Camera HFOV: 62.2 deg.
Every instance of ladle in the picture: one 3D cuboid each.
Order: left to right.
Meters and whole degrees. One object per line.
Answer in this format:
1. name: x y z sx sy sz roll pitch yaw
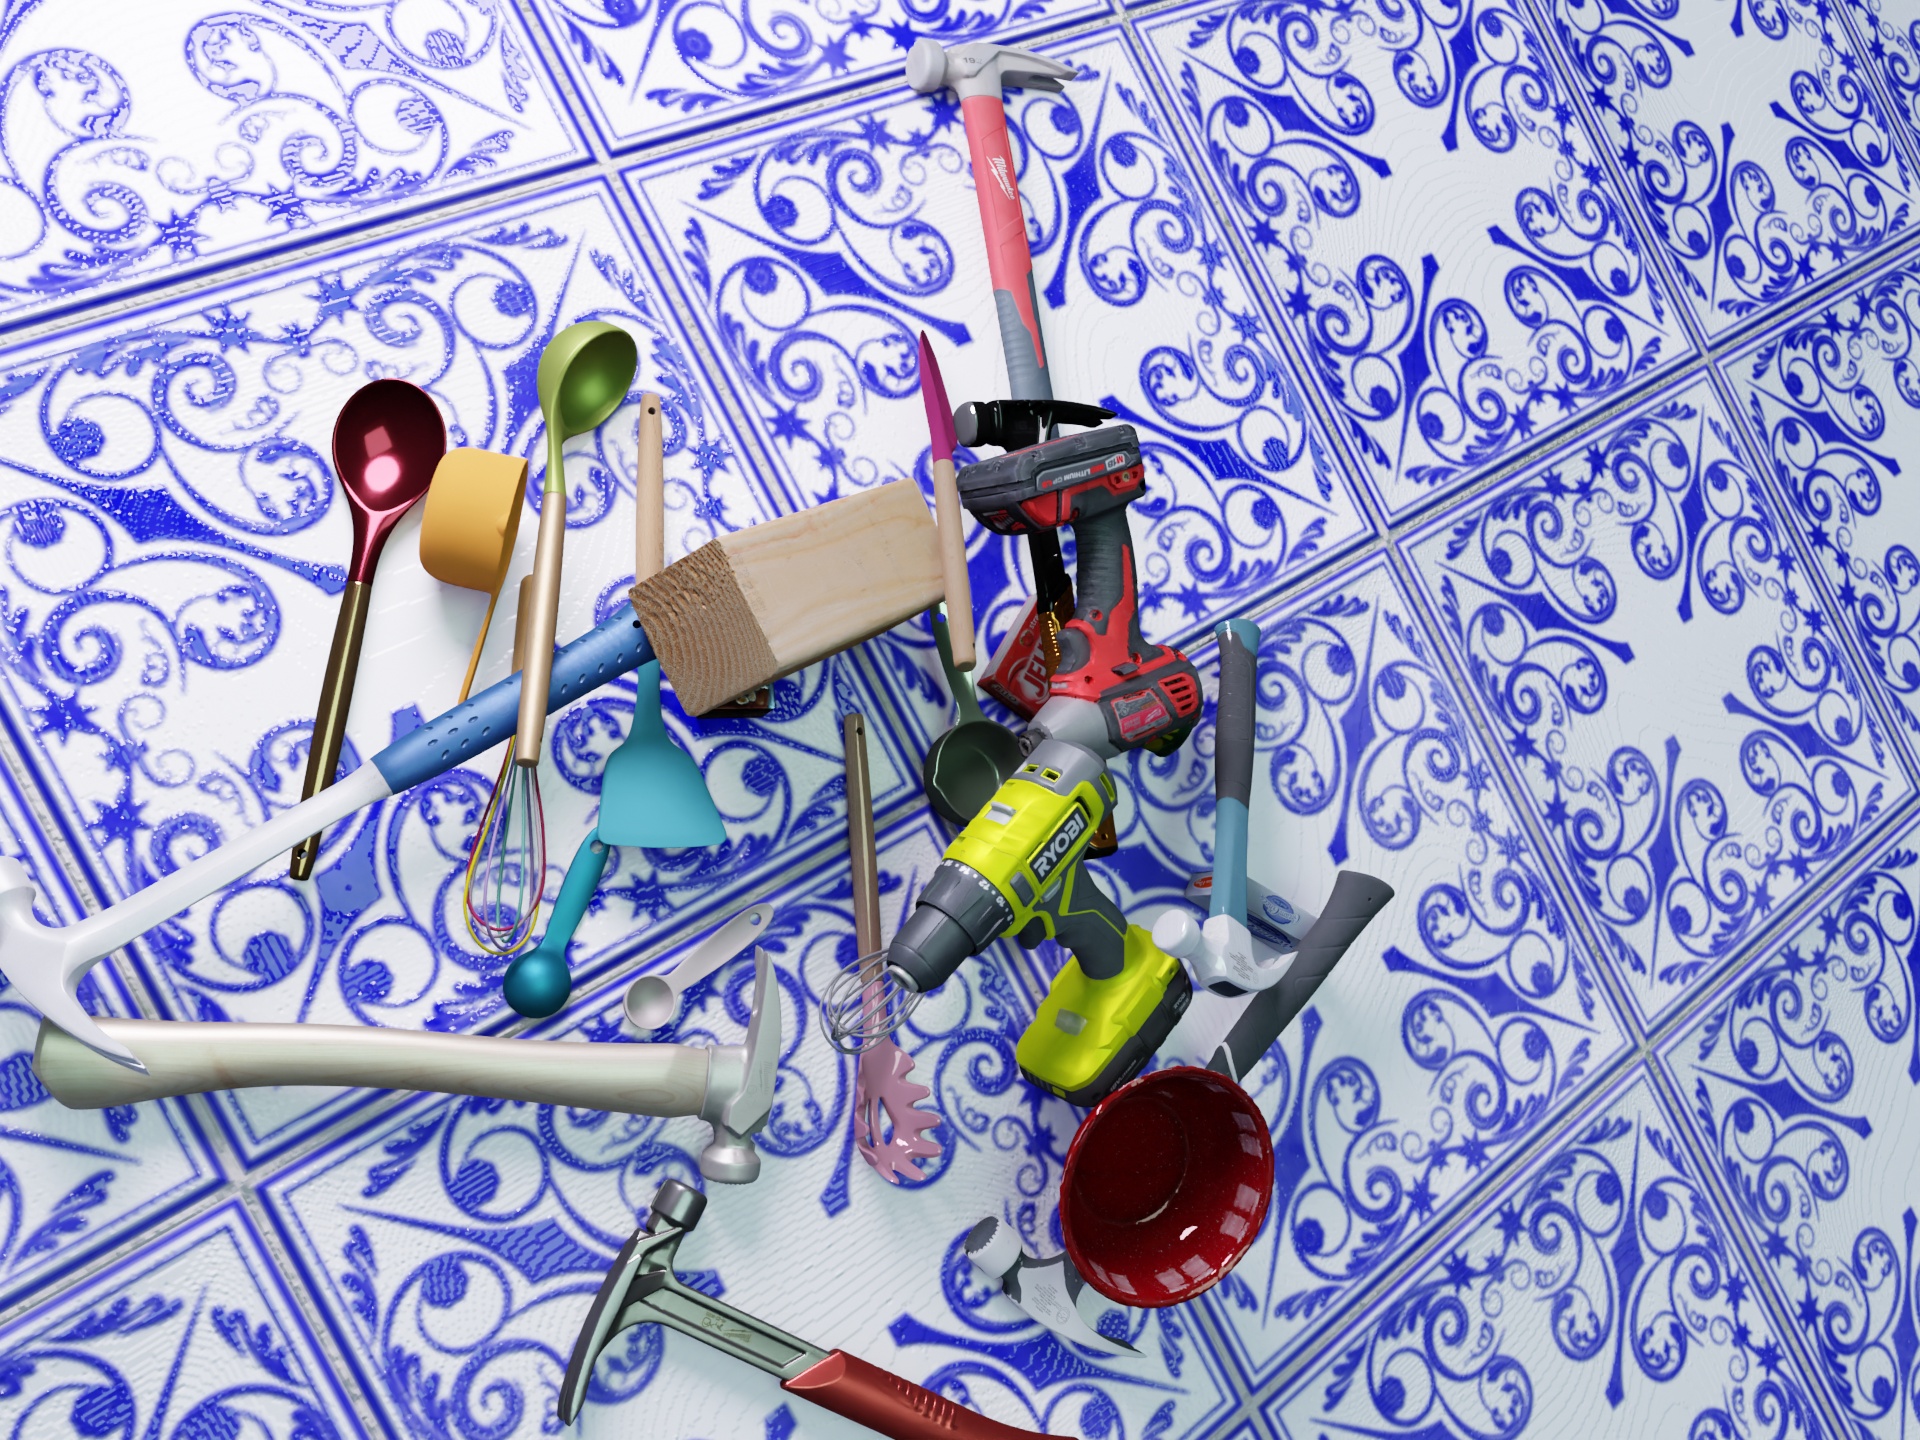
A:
1. ladle: -0.372 -0.058 0.973 0.069 0.031 0.315 9 77 -9
2. ladle: -0.242 -0.116 0.987 0.062 0.078 0.320 -1 62 -2

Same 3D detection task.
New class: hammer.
1. hammer: -0.343 0.044 0.922 0.405 0.035 0.144 -33 75 -25
2. hammer: -0.306 0.191 0.932 0.410 0.038 0.146 8 88 -22
3. hammer: -0.068 0.434 1.008 0.359 0.037 0.149 32 67 -16
4. hammer: 0.054 -0.341 1.238 0.143 0.038 0.386 -5 81 -29
5. hammer: 0.078 -0.068 1.152 0.127 0.034 0.337 -6 85 -29
6. hammer: 0.183 0.265 1.135 0.149 0.036 0.409 46 73 -13
7. hammer: 0.199 0.052 1.164 0.128 0.033 0.331 39 44 -31

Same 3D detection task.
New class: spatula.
1. spatula: -0.201 -0.071 1.050 0.082 0.044 0.318 2 77 -22

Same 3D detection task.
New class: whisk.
1. whisk: -0.277 0.024 0.993 0.047 0.051 0.245 7 73 -19
2. whisk: -0.013 0.146 1.071 0.239 0.055 0.055 -36 96 -45

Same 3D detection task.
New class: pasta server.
1. pasta server: -0.057 0.149 1.076 0.060 0.040 0.316 4 76 -38

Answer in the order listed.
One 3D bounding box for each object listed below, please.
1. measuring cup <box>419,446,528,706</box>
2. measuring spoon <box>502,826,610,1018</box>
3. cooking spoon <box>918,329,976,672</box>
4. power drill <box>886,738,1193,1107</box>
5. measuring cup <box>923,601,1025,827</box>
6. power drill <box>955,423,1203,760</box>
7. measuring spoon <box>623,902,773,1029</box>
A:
1. measuring cup: -0.314 -0.085 0.988 0.052 0.095 0.173 15 92 -12
2. measuring spoon: -0.246 0.124 0.996 0.042 0.021 0.129 26 70 -19
3. cooking spoon: -0.010 -0.158 1.096 0.017 0.068 0.319 -15 51 10
4. power drill: 0.055 0.151 1.051 0.190 0.080 0.228 -48 129 -24
5. measuring cup: -0.002 -0.004 1.137 0.083 0.038 0.168 -11 82 -28
6. power drill: 0.079 -0.079 1.083 0.143 0.078 0.219 -22 103 -29
7. measuring spoon: -0.170 0.157 1.035 0.124 0.018 0.034 -37 101 -34
